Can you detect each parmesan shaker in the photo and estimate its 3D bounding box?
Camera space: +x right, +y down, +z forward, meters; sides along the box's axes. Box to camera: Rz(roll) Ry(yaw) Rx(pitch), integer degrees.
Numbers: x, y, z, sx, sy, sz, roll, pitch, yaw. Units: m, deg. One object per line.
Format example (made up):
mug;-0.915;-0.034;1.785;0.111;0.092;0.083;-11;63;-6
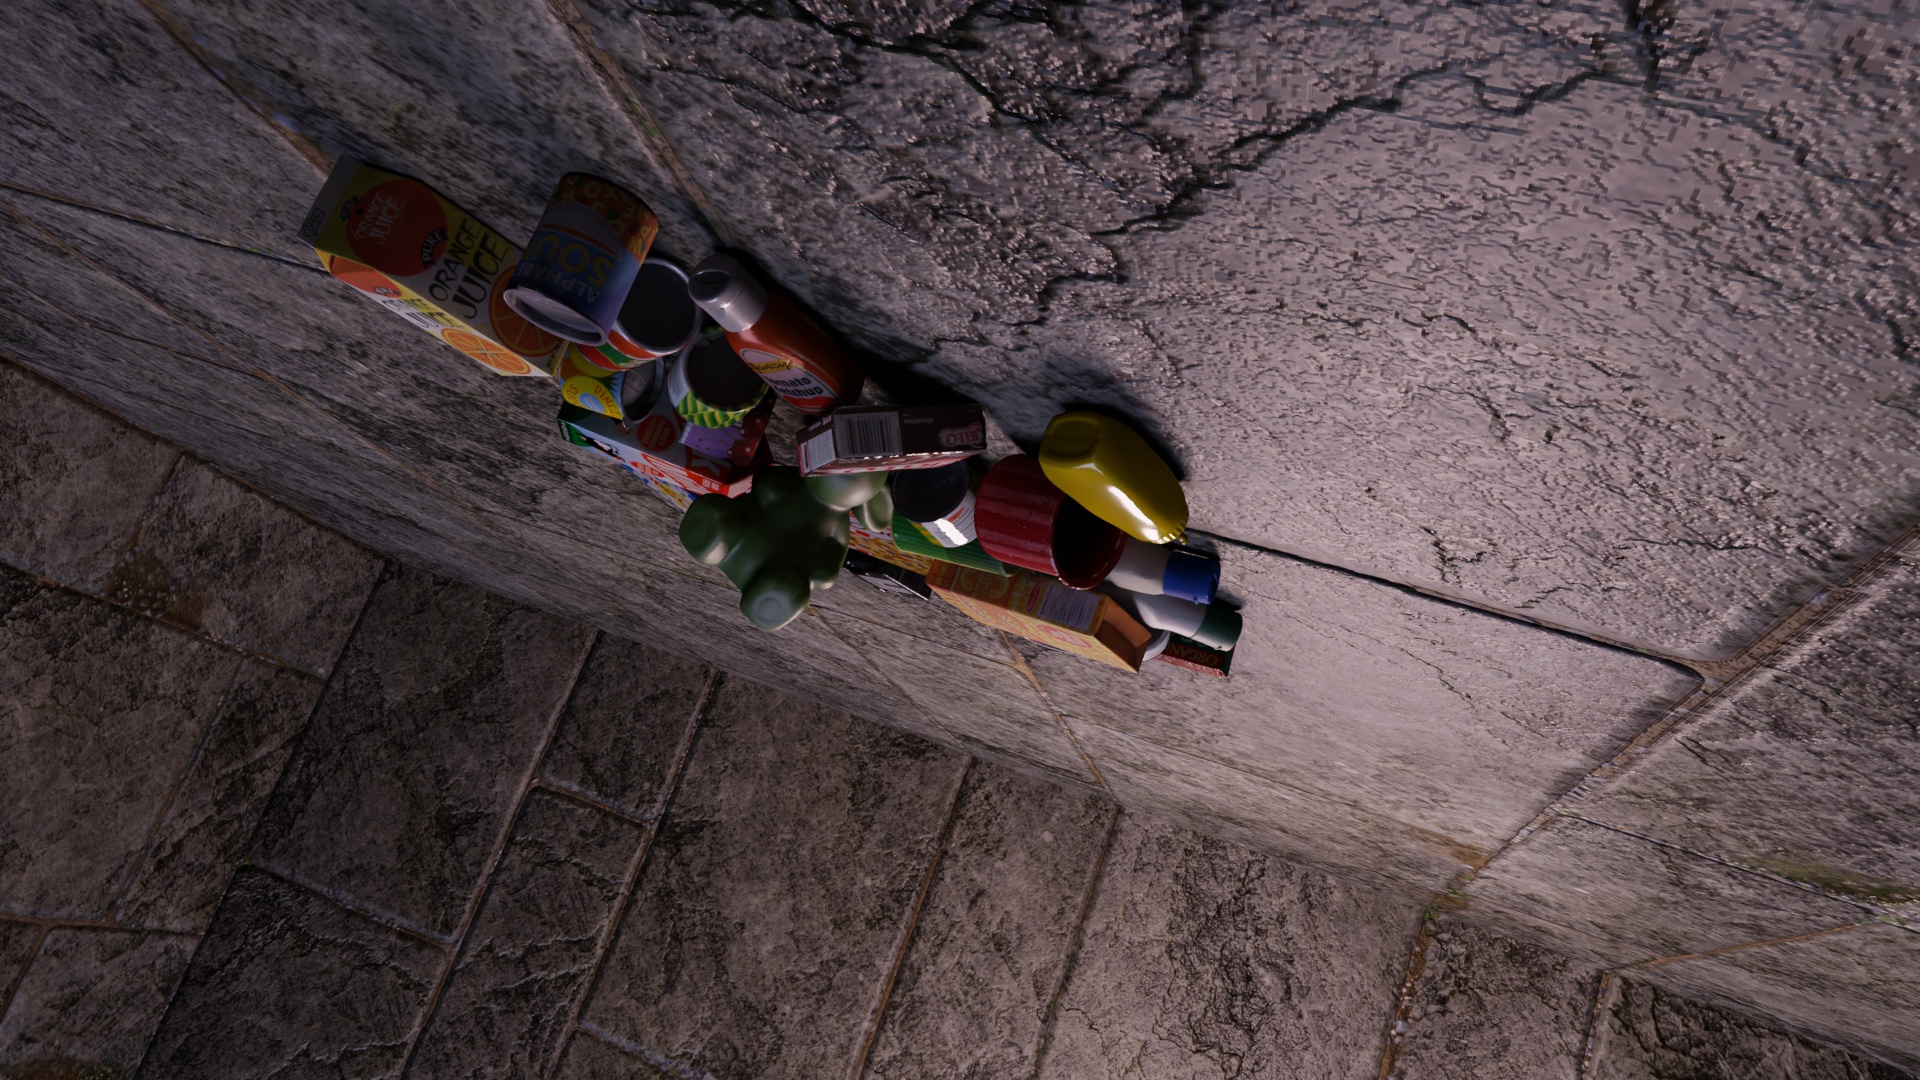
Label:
parmesan shaker;0.004;-0.015;1.157;0.103;0.071;0.071;13;164;26

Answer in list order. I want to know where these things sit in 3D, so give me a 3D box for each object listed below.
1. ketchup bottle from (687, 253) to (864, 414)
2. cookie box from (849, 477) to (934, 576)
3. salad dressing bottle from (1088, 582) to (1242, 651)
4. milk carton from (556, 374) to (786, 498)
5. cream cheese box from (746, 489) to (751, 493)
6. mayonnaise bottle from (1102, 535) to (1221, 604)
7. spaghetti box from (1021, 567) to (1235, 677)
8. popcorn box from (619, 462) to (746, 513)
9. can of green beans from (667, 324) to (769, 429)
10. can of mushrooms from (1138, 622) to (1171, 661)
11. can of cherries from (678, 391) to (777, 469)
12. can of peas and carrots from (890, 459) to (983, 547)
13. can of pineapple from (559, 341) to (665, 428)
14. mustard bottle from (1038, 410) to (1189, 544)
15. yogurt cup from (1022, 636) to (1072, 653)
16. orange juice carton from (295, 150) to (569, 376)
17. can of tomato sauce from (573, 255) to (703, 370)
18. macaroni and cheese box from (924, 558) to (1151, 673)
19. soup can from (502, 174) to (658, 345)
ketchup bottle;-0.124;-0.136;0.920;0.065;0.043;0.148;5;160;29
cookie box;-0.046;-0.010;1.292;0.123;0.040;0.167;20;167;0
salad dressing bottle;0.174;0.055;1.215;0.148;0.044;0.064;22;166;-11
milk carton;-0.239;-0.091;1.190;0.190;0.073;0.072;22;165;-8
cream cheese box;-0.179;-0.041;1.391;0.104;0.024;0.053;27;164;-24
mayonnaise bottle;0.136;0.017;1.134;0.148;0.041;0.064;14;166;22
spaghetti box;0.137;0.071;1.314;0.250;0.050;0.028;15;165;21
popcorn box;-0.272;-0.060;1.363;0.126;0.038;0.085;37;164;-6
can of green beans;-0.175;-0.119;1.009;0.071;0.071;0.057;25;164;-16
can of mushrooms;0.157;0.074;1.263;0.071;0.071;0.033;17;165;13
can of cherries;-0.183;-0.098;1.102;0.058;0.071;0.071;24;165;-11
can of peas and carrots;-0.015;-0.036;1.098;0.071;0.071;0.058;14;164;26
can of pineapple;-0.276;-0.130;1.101;0.058;0.071;0.071;17;165;14
mustard bottle;0.116;-0.035;0.948;0.065;0.049;0.160;8;162;40
yogurt cup;0.093;0.075;1.380;0.072;0.054;0.072;19;166;5
orange juice carton;-0.372;-0.194;0.995;0.073;0.072;0.192;6;160;42
can of tomato sauce;-0.220;-0.152;0.944;0.071;0.071;0.083;29;163;-29
macaroni and cheese box;0.068;0.061;1.209;0.166;0.040;0.123;16;168;30
soup can;-0.232;-0.173;0.850;0.071;0.084;0.071;19;165;5
